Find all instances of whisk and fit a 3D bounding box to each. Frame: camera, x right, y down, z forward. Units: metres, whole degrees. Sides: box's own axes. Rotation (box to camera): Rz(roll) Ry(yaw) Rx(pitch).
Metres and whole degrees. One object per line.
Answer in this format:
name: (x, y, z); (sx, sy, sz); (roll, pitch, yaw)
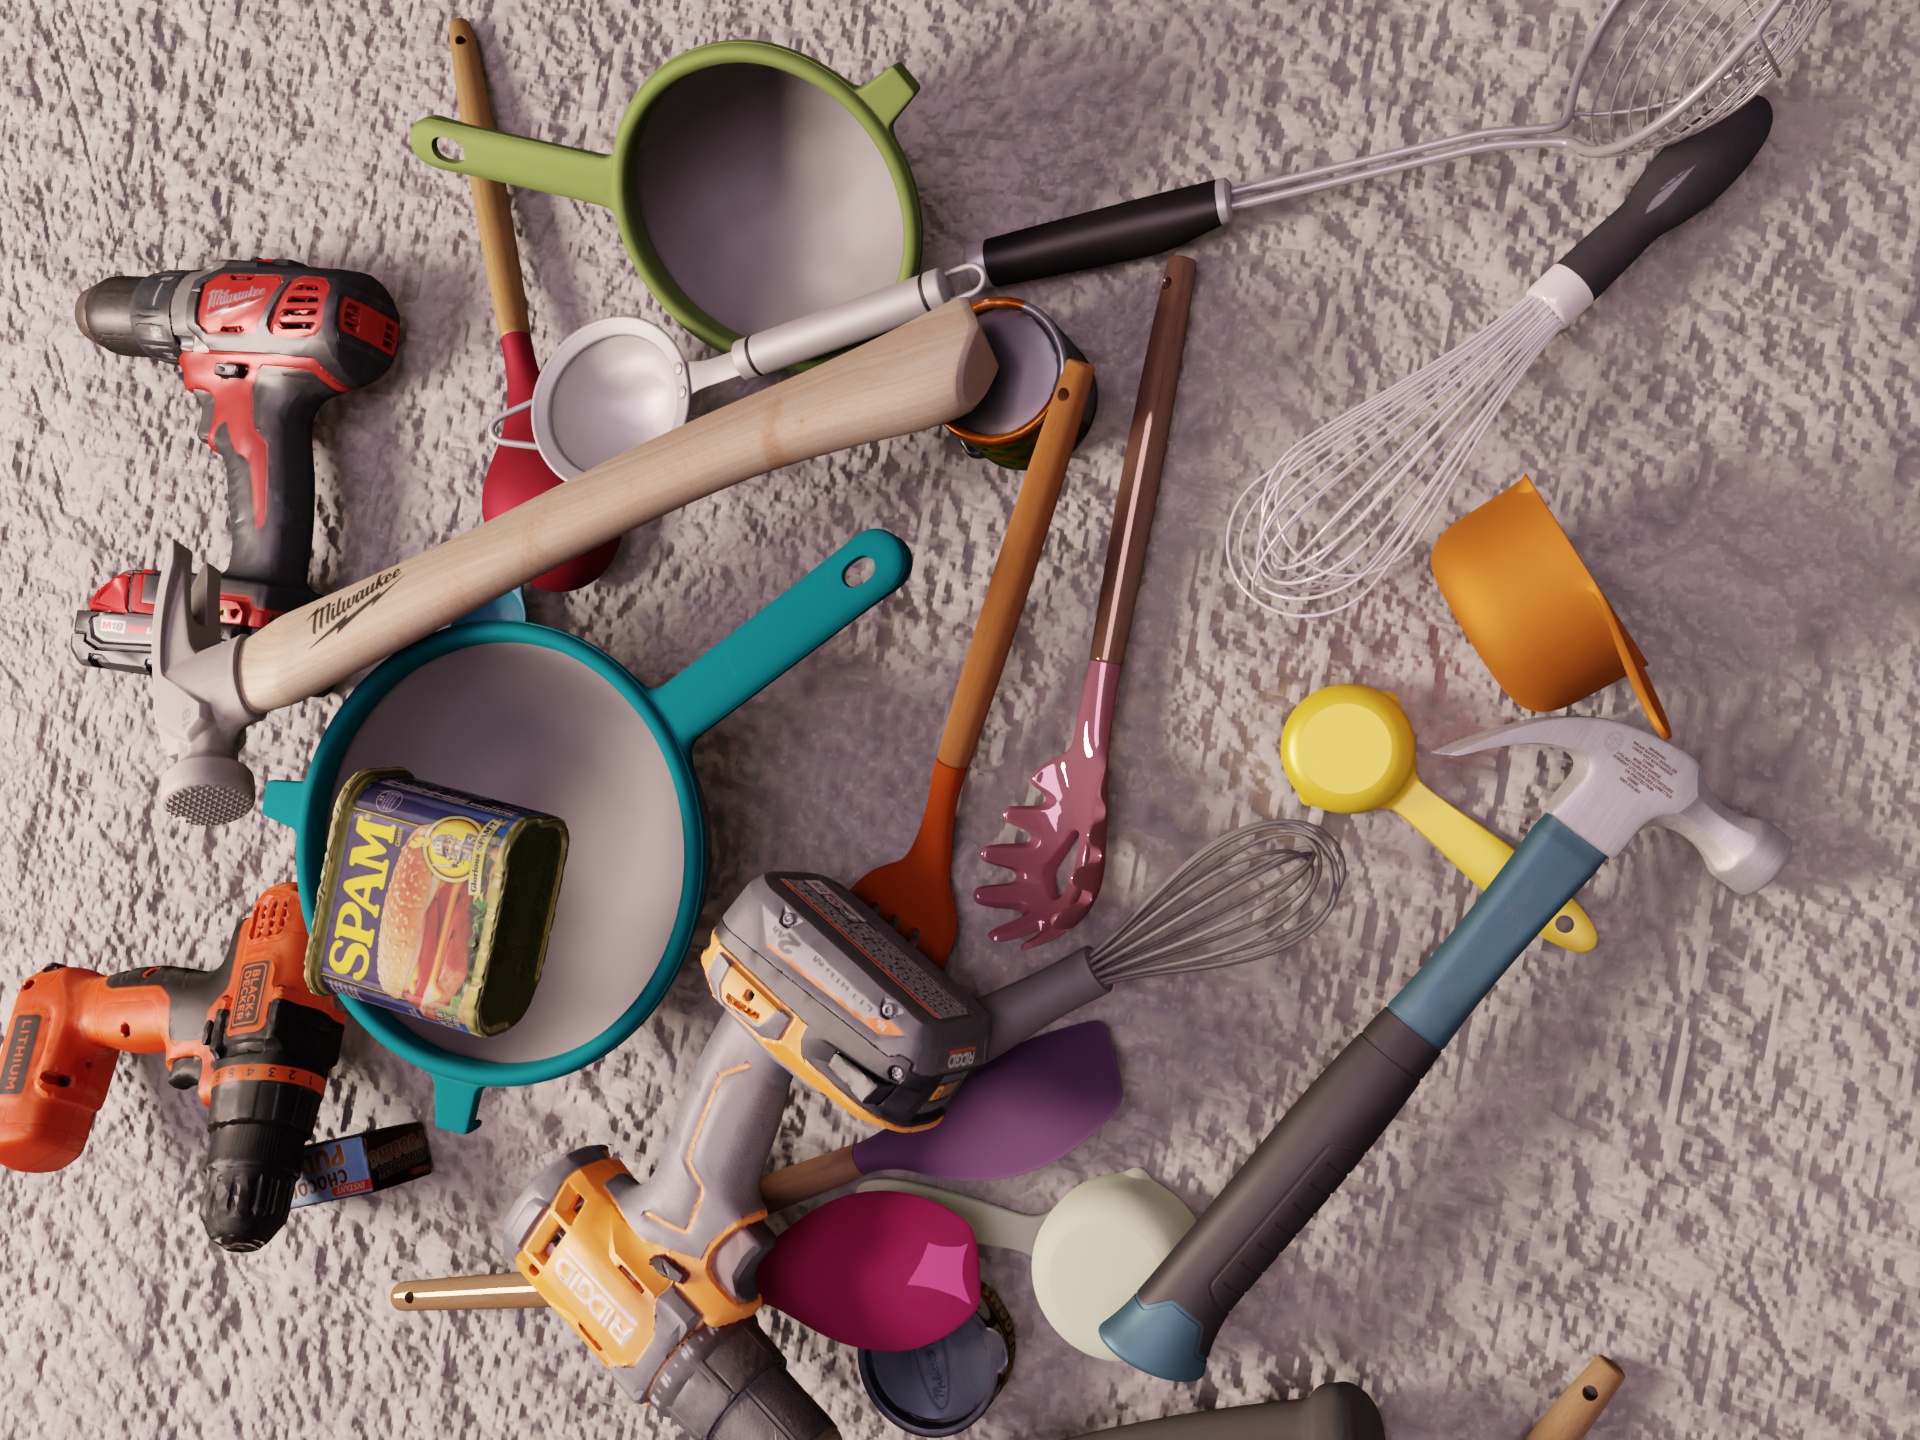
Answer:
whisk: (0.222, -0.152, 0.656); (0.284, 0.070, 0.070); (-44, 76, 6)
whisk: (0.061, 0.112, 0.701); (0.239, 0.055, 0.055); (-31, 79, 19)

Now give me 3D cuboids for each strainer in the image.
strainer: (-0.130, -0.258, 0.749); (0.256, 0.069, 0.151); (15, 131, 11)
strainer: (-0.103, -0.164, 0.740); (0.258, 0.050, 0.087); (-13, 80, 24)
strainer: (-0.150, 0.024, 0.745); (0.340, 0.095, 0.211); (-36, 79, 12)

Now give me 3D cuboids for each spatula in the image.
spatula: (-0.068, 0.216, 0.746); (0.316, 0.018, 0.060); (-24, 52, 17)
spatula: (-0.001, -0.002, 0.705); (0.081, 0.041, 0.322); (28, 110, 30)

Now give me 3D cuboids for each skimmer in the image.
skimmer: (0.162, -0.257, 0.660); (0.363, 0.090, 0.127); (-8, 44, 21)

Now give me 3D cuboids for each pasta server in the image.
pasta server: (0.065, -0.054, 0.709); (0.060, 0.040, 0.316); (10, 89, 50)

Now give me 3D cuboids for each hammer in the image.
hammer: (-0.180, -0.094, 0.708); (0.410, 0.038, 0.146); (-23, 59, 8)
hammer: (0.175, 0.136, 0.642); (0.128, 0.033, 0.331); (39, 94, 5)

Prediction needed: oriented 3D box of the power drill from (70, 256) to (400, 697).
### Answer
power drill: (-0.401, -0.134, 0.843); (0.188, 0.080, 0.227); (7, 87, 18)

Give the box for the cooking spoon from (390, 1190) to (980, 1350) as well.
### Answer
cooking spoon: (-0.139, 0.264, 0.747); (0.319, 0.017, 0.069); (-11, 77, 21)

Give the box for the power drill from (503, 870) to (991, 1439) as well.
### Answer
power drill: (-0.079, 0.202, 0.682); (0.185, 0.084, 0.226); (38, 100, 24)

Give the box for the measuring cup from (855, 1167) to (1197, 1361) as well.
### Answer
measuring cup: (0.026, 0.233, 0.707); (0.167, 0.038, 0.083); (9, 90, 17)

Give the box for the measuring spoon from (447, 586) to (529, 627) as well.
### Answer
measuring spoon: (-0.219, -0.089, 0.816); (0.042, 0.021, 0.128); (27, 86, 9)

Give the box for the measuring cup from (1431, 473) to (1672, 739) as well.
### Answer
measuring cup: (0.220, -0.027, 0.594); (0.052, 0.174, 0.095); (-32, 109, 23)

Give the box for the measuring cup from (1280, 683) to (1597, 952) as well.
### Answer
measuring cup: (0.200, 0.043, 0.665); (0.157, 0.029, 0.062); (41, 100, 17)

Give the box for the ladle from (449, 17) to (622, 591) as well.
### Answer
ladle: (-0.229, -0.218, 0.811); (0.069, 0.031, 0.315); (-12, 79, -4)

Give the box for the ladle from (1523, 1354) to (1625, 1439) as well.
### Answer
ladle: (0.167, 0.388, 0.648); (0.078, 0.062, 0.320); (38, 96, 28)
